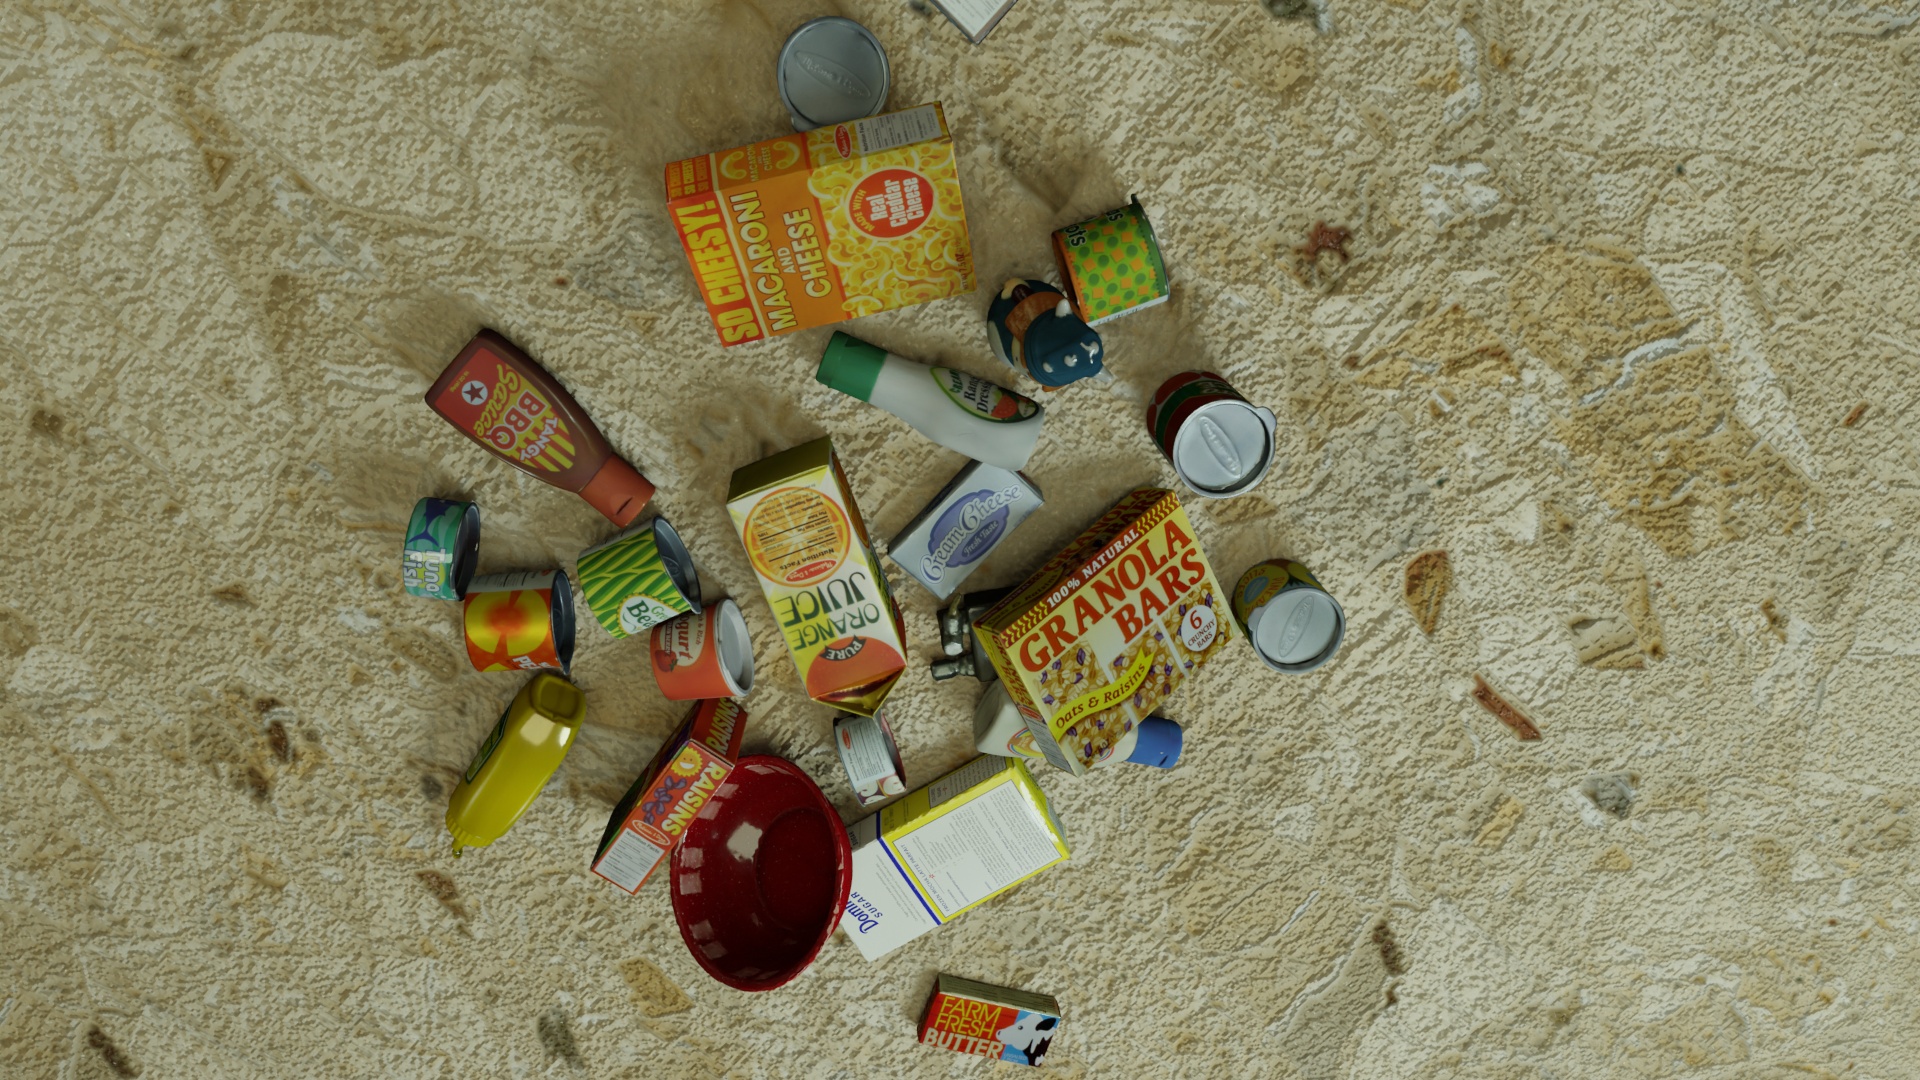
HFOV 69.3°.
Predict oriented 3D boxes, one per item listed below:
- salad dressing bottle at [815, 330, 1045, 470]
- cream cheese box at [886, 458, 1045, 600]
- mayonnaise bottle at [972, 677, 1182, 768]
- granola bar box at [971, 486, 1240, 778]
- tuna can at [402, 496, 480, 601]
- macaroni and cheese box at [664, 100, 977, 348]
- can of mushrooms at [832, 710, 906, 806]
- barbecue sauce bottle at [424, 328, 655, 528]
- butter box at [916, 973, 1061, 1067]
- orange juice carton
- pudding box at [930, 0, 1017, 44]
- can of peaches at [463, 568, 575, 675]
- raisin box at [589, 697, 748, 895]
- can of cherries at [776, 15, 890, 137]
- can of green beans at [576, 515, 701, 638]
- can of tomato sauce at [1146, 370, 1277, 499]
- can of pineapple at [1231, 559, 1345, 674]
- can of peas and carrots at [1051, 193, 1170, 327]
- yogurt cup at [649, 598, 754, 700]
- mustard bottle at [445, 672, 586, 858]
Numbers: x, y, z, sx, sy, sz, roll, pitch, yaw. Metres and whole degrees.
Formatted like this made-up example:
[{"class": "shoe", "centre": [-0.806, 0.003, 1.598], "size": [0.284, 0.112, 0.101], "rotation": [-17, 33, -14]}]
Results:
[{"class": "salad dressing bottle", "centre": [-0.020, -0.093, 0.906], "size": [0.148, 0.064, 0.043], "rotation": [21, 124, -5]}, {"class": "cream cheese box", "centre": [0.003, -0.012, 0.955], "size": [0.053, 0.024, 0.103], "rotation": [42, 101, -17]}, {"class": "mayonnaise bottle", "centre": [0.087, 0.135, 0.998], "size": [0.148, 0.041, 0.064], "rotation": [12, 134, -18]}, {"class": "granola bar box", "centre": [0.101, 0.060, 0.944], "size": [0.166, 0.039, 0.124], "rotation": [-38, 113, -22]}, {"class": "tuna can", "centre": [-0.337, 0.007, 0.903], "size": [0.033, 0.071, 0.070], "rotation": [7, 109, -7]}, {"class": "macaroni and cheese box", "centre": [-0.081, -0.189, 0.846], "size": [0.166, 0.040, 0.123], "rotation": [-13, 143, 0]}, {"class": "can of mushrooms", "centre": [-0.064, 0.152, 0.987], "size": [0.033, 0.071, 0.071], "rotation": [-21, 111, 1]}, {"class": "barbecue sauce bottle", "centre": [-0.266, -0.067, 0.898], "size": [0.148, 0.044, 0.065], "rotation": [41, 100, -18]}, {"class": "butter box", "centre": [0.022, 0.380, 1.098], "size": [0.103, 0.024, 0.053], "rotation": [15, 107, -11]}, {"class": "orange juice carton", "centre": [-0.087, 0.036, 0.938], "size": [0.073, 0.072, 0.192], "rotation": [-20, 110, 2]}, {"class": "pudding box", "centre": [-0.004, -0.345, 0.831], "size": [0.083, 0.030, 0.049], "rotation": [41, 103, -17]}, {"class": "can of peaches", "centre": [-0.293, 0.056, 0.926], "size": [0.058, 0.071, 0.071], "rotation": [-3, 110, -4]}, {"class": "raisin box", "centre": [-0.202, 0.173, 0.968], "size": [0.040, 0.086, 0.123], "rotation": [36, 103, -12]}, {"class": "can of cherries", "centre": [-0.078, -0.278, 0.833], "size": [0.071, 0.058, 0.071], "rotation": [-2, 111, -6]}, {"class": "can of green beans", "centre": [-0.213, 0.025, 0.924], "size": [0.058, 0.071, 0.071], "rotation": [-24, 110, 4]}, {"class": "can of tomato sauce", "centre": [0.165, -0.073, 0.917], "size": [0.071, 0.083, 0.071], "rotation": [-2, 110, -5]}, {"class": "can of pineapple", "centre": [0.229, 0.052, 0.982], "size": [0.071, 0.058, 0.070], "rotation": [-2, 110, -5]}, {"class": "can of peas and carrots", "centre": [0.094, -0.177, 0.882], "size": [0.059, 0.071, 0.070], "rotation": [-20, 111, 2]}, {"class": "yogurt cup", "centre": [-0.177, 0.078, 0.949], "size": [0.054, 0.073, 0.072], "rotation": [-12, 111, 8]}, {"class": "mustard bottle", "centre": [-0.319, 0.167, 0.968], "size": [0.049, 0.065, 0.159], "rotation": [31, 108, -20]}]
